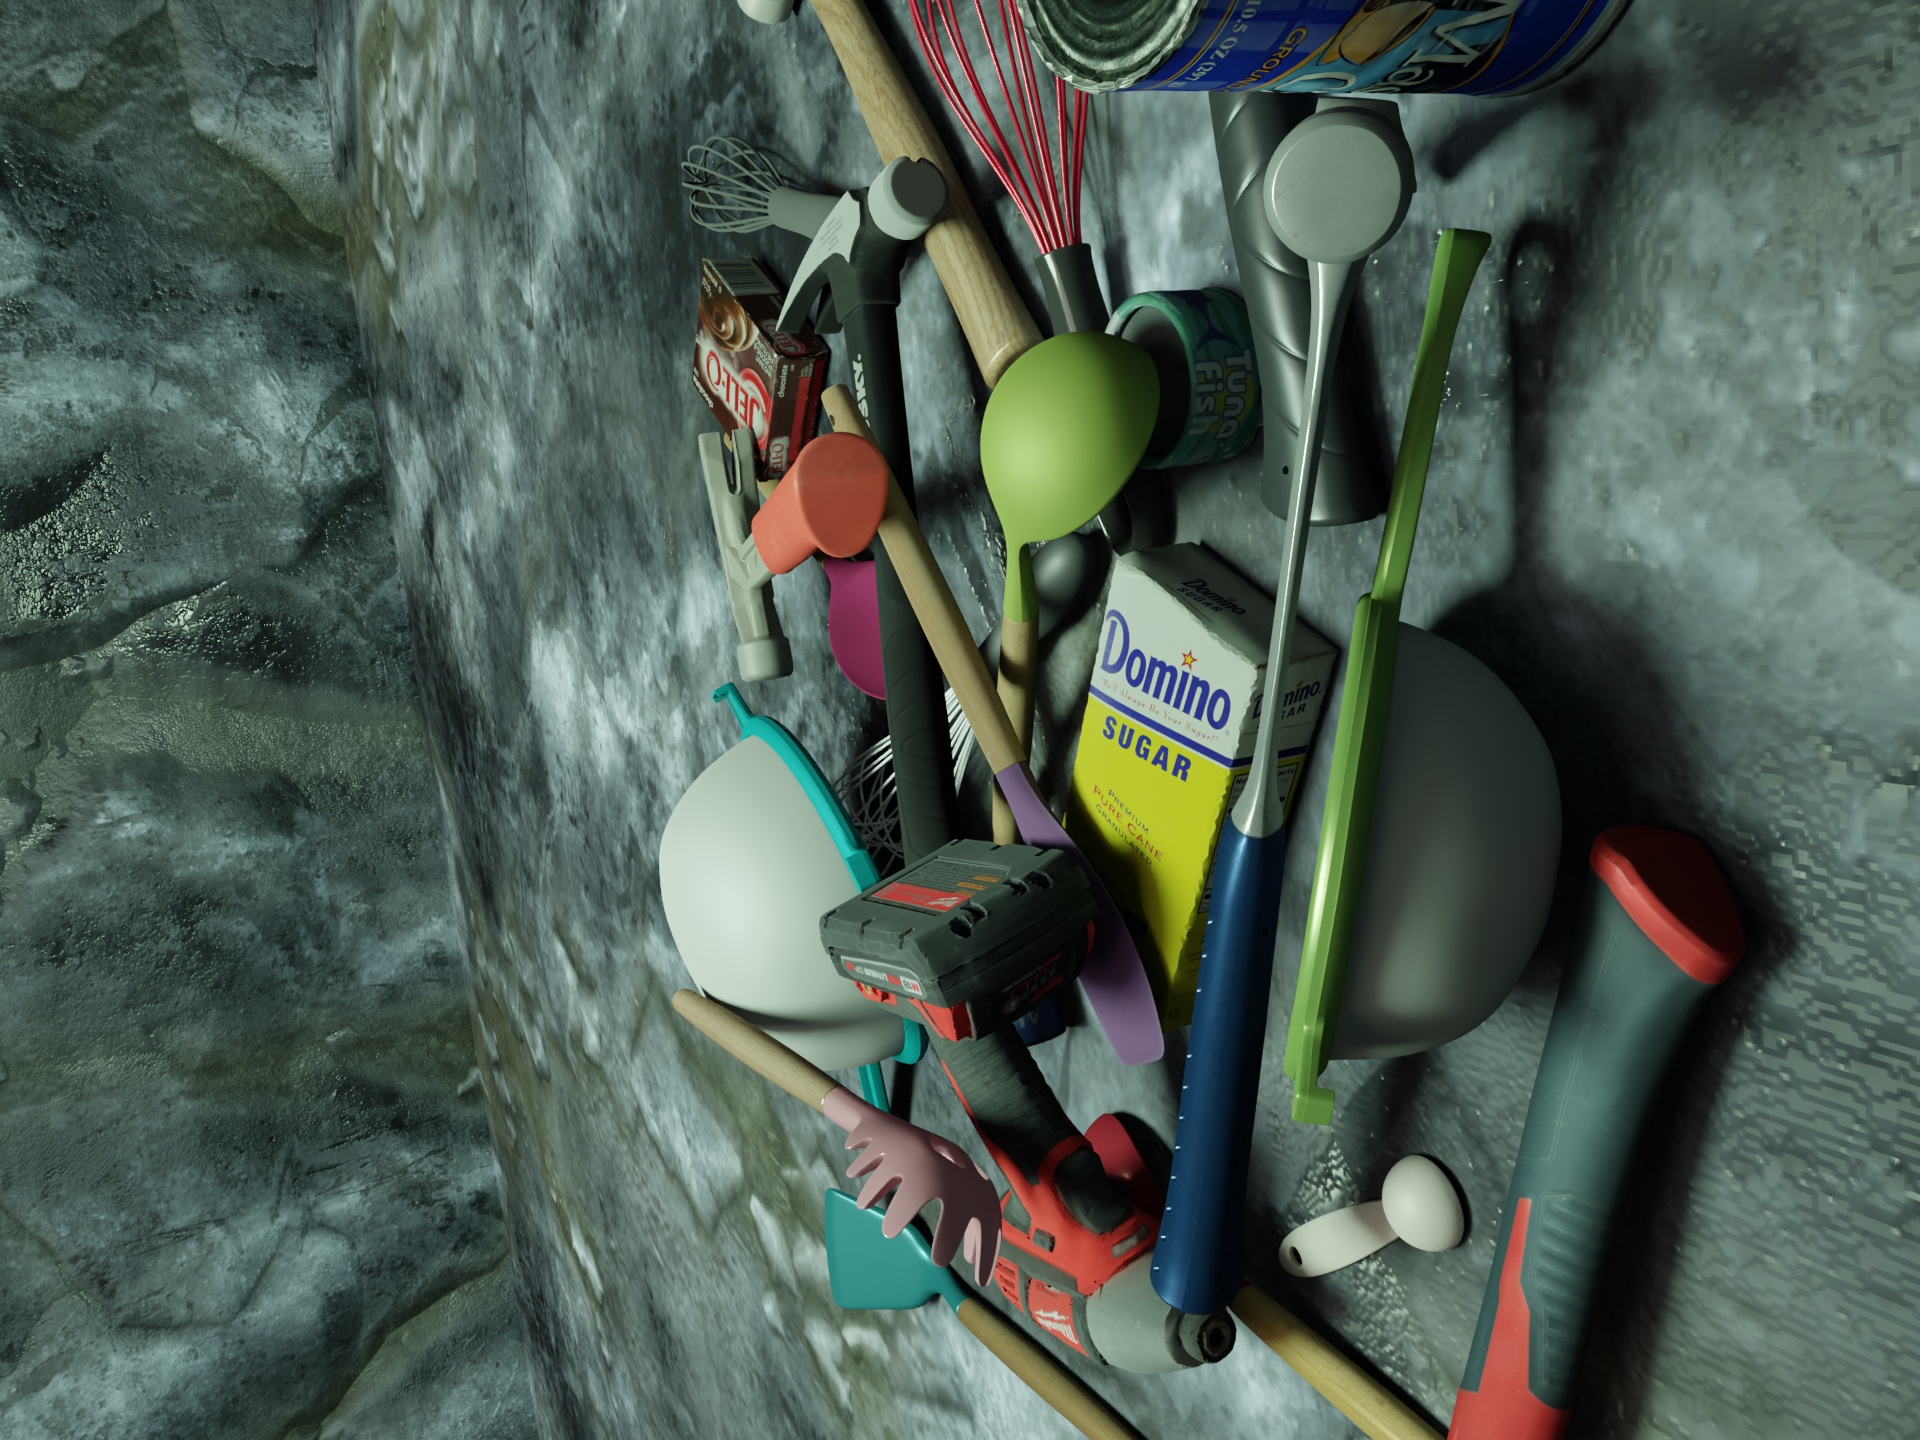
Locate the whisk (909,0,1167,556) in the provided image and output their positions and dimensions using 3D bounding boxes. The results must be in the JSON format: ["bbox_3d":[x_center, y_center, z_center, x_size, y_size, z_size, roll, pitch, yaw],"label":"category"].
[{"bbox_3d":[0.036,-0.207,0.638,0.073,0.073,0.296,-6,101,63],"label":"whisk"}]

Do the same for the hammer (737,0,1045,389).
[{"bbox_3d":[-0.033,-0.297,0.763,0.332,0.031,0.130,67,151,23],"label":"hammer"}]

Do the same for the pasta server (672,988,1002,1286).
[{"bbox_3d":[-0.072,0.173,0.724,0.316,0.060,0.040,11,69,58],"label":"pasta server"}]

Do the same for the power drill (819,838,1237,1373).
[{"bbox_3d":[0.035,0.165,0.654,0.143,0.078,0.219,-1,114,63],"label":"power drill"}]

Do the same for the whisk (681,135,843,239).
[{"bbox_3d":[-0.093,-0.284,0.874,0.239,0.055,0.055,36,130,48],"label":"whisk"}]

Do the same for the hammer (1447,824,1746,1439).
[{"bbox_3d":[0.169,0.209,0.519,0.143,0.038,0.386,33,125,52],"label":"hammer"}]

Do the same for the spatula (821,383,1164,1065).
[{"bbox_3d":[0.011,-0.004,0.666,0.316,0.018,0.059,65,155,10],"label":"spatula"}]

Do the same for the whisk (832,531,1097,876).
[{"bbox_3d":[-0.001,-0.002,0.789,0.284,0.070,0.070,-54,52,50],"label":"whisk"}]

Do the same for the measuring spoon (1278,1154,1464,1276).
[{"bbox_3d":[0.148,0.196,0.606,0.034,0.018,0.124,67,152,22],"label":"measuring spoon"}]

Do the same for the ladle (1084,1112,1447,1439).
[{"bbox_3d":[0.134,0.252,0.648,0.316,0.031,0.069,27,127,56],"label":"ladle"}]

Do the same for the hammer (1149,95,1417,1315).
[{"bbox_3d":[0.097,0.018,0.503,0.144,0.035,0.405,-57,-28,-61],"label":"hammer"}]

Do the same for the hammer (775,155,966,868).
[{"bbox_3d":[-0.031,-0.074,0.744,0.146,0.035,0.335,-13,83,64],"label":"hammer"}]

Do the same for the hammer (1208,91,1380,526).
[{"bbox_3d":[0.091,-0.266,0.530,0.149,0.036,0.409,-7,94,62],"label":"hammer"}]

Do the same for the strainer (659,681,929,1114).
[{"bbox_3d":[-0.099,0.160,0.911,0.211,0.095,0.340,45,152,47],"label":"strainer"}]

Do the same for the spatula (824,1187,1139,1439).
[{"bbox_3d":[0.008,0.354,0.912,0.318,0.044,0.082,10,105,61],"label":"spatula"}]

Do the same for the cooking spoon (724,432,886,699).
[{"bbox_3d":[-0.082,-0.105,0.931,0.069,0.017,0.319,-47,42,7],"label":"cooking spoon"}]

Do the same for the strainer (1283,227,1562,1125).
[{"bbox_3d":[0.150,-0.012,0.473,0.151,0.069,0.256,-25,-55,-74],"label":"strainer"}]

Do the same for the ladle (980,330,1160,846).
[{"bbox_3d":[0.037,-0.031,0.678,0.319,0.062,0.078,91,177,-54],"label":"ladle"}]

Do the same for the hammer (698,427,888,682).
[{"bbox_3d":[-0.088,-0.100,0.772,0.359,0.036,0.149,175,85,-77],"label":"hammer"}]
